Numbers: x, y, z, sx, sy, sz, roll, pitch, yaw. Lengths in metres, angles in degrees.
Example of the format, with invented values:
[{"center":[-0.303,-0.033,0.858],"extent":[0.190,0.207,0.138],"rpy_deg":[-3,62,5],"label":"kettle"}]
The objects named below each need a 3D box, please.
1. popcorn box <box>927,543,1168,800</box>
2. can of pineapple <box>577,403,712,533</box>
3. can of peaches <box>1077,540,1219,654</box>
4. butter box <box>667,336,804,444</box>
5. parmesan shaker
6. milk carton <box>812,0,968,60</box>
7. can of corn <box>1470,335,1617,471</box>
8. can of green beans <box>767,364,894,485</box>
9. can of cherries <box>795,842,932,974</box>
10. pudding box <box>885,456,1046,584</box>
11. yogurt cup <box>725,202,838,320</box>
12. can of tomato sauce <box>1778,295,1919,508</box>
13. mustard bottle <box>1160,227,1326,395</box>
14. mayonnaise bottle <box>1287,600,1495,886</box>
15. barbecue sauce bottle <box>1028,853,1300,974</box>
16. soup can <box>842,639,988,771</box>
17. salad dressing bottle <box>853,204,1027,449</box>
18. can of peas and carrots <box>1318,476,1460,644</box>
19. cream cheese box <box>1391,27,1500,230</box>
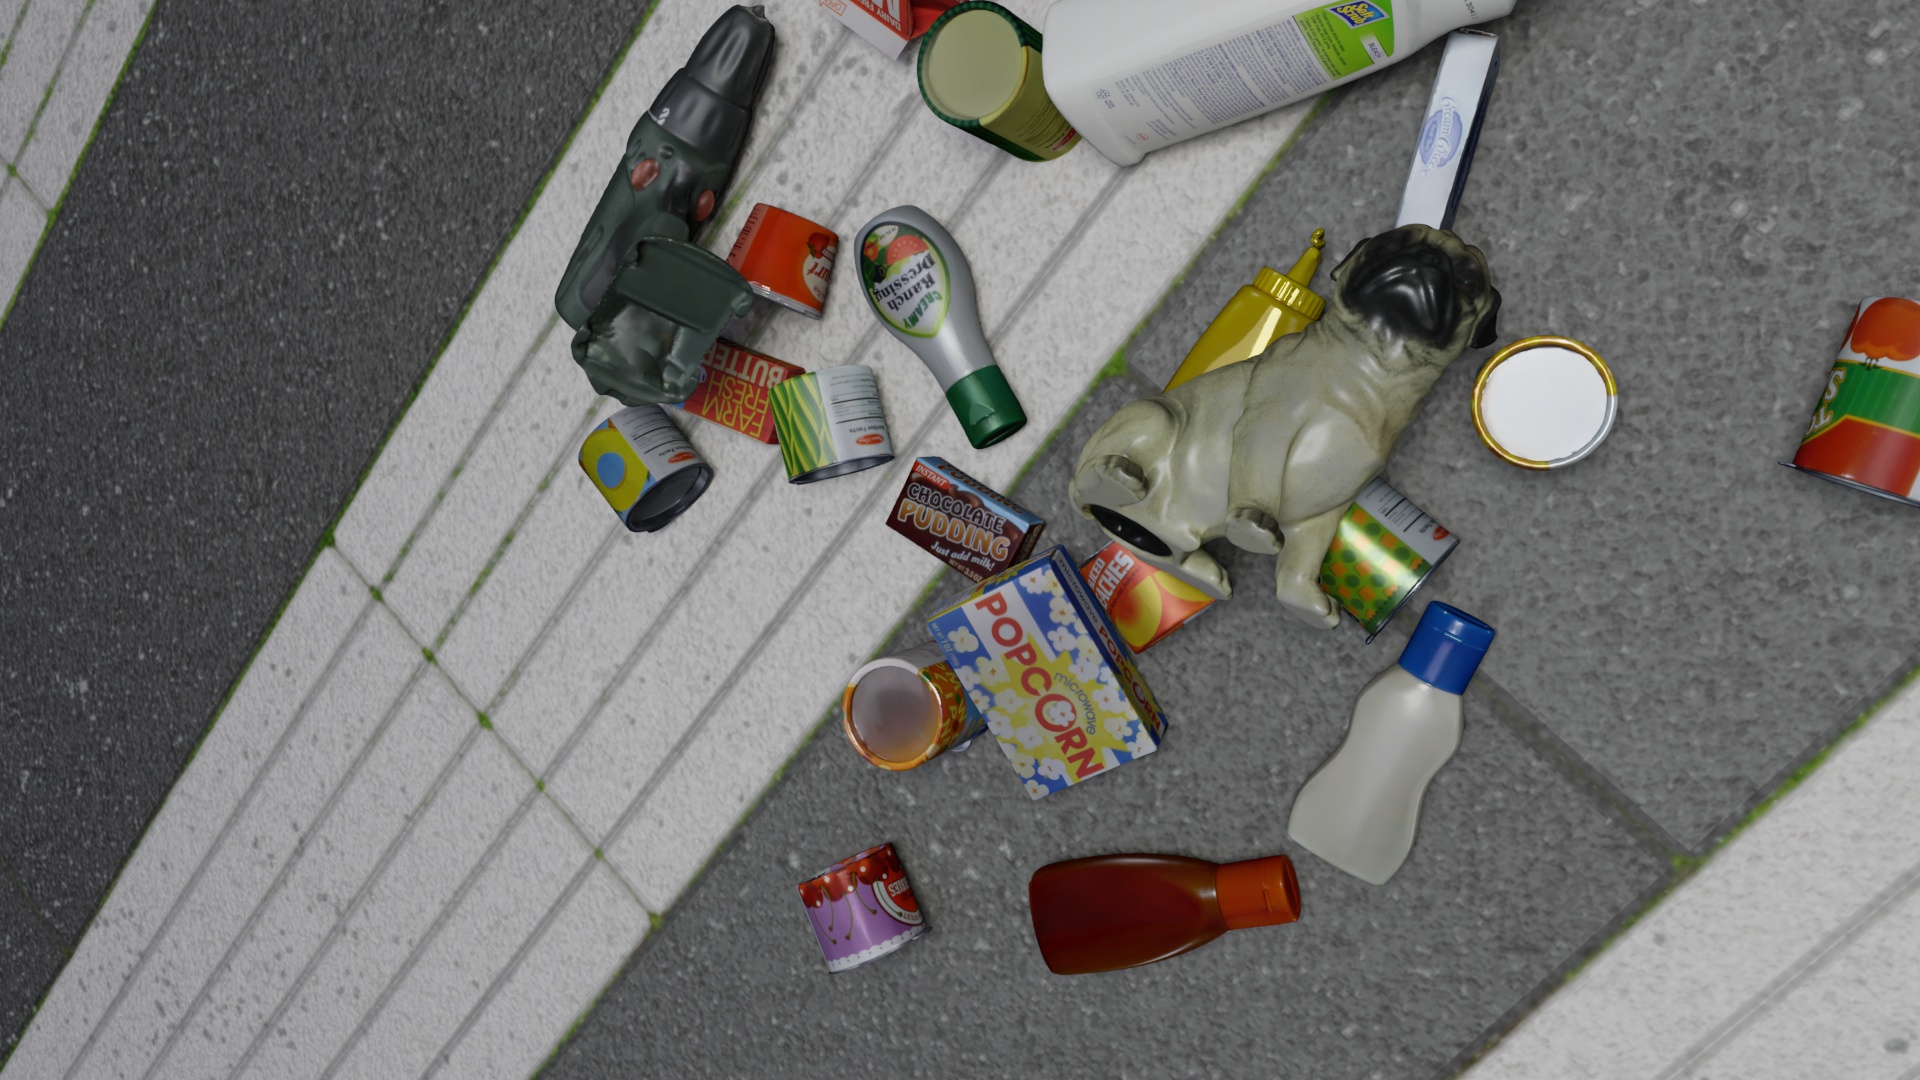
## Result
[{"center":[0.050,0.076,0.794],"extent":[0.085,0.038,0.126],"rpy_deg":[-27,99,22],"label":"popcorn box"},{"center":[-0.206,-0.047,0.902],"extent":[0.071,0.071,0.058],"rpy_deg":[-45,76,20],"label":"can of pineapple"},{"center":[0.106,0.023,0.766],"extent":[0.071,0.071,0.058],"rpy_deg":[-37,80,22],"label":"can of peaches"},{"center":[-0.153,-0.102,0.897],"extent":[0.103,0.024,0.053],"rpy_deg":[22,103,21],"label":"butter box"},{"center":[0.027,-0.253,0.764],"extent":[0.071,0.103,0.071],"rpy_deg":[2,94,24],"label":"parmesan shaker"},{"center":[-0.010,-0.373,0.789],"extent":[0.072,0.073,0.190],"rpy_deg":[41,108,16],"label":"milk carton"},{"center":[0.286,-0.069,0.686],"extent":[0.071,0.058,0.071],"rpy_deg":[2,94,23],"label":"can of corn"},{"center":[-0.079,-0.070,0.844],"extent":[0.071,0.071,0.058],"rpy_deg":[-15,87,24],"label":"can of green beans"},{"center":[-0.059,0.225,0.855],"extent":[0.071,0.071,0.058],"rpy_deg":[-26,82,23],"label":"can of cherries"},{"center":[0.003,-0.010,0.831],"extent":[0.084,0.030,0.049],"rpy_deg":[33,105,18],"label":"pudding box"},{"center":[-0.109,-0.172,0.853],"extent":[0.072,0.072,0.054],"rpy_deg":[23,95,21],"label":"yogurt cup"},{"center":[0.422,-0.061,0.623],"extent":[0.071,0.071,0.083],"rpy_deg":[22,101,21],"label":"can of tomato sauce"},{"center":[0.155,-0.094,0.748],"extent":[0.065,0.049,0.159],"rpy_deg":[33,105,13],"label":"mustard bottle"},{"center":[0.231,0.105,0.733],"extent":[0.065,0.041,0.147],"rpy_deg":[28,103,18],"label":"mayonnaise bottle"},{"center":[0.115,0.207,0.789],"extent":[0.148,0.044,0.065],"rpy_deg":[-14,88,23],"label":"barbecue sauce bottle"},{"center":[-0.022,0.098,0.820],"extent":[0.071,0.084,0.071],"rpy_deg":[2,95,24],"label":"soup can"},{"center":[-0.010,-0.126,0.822],"extent":[0.064,0.044,0.148],"rpy_deg":[-32,81,21],"label":"salad dressing bottle"},{"center":[0.212,0.009,0.720],"extent":[0.059,0.071,0.070],"rpy_deg":[42,109,16],"label":"can of peas and carrots"},{"center":[0.245,-0.198,0.699],"extent":[0.024,0.053,0.103],"rpy_deg":[18,100,20],"label":"cream cheese box"}]
